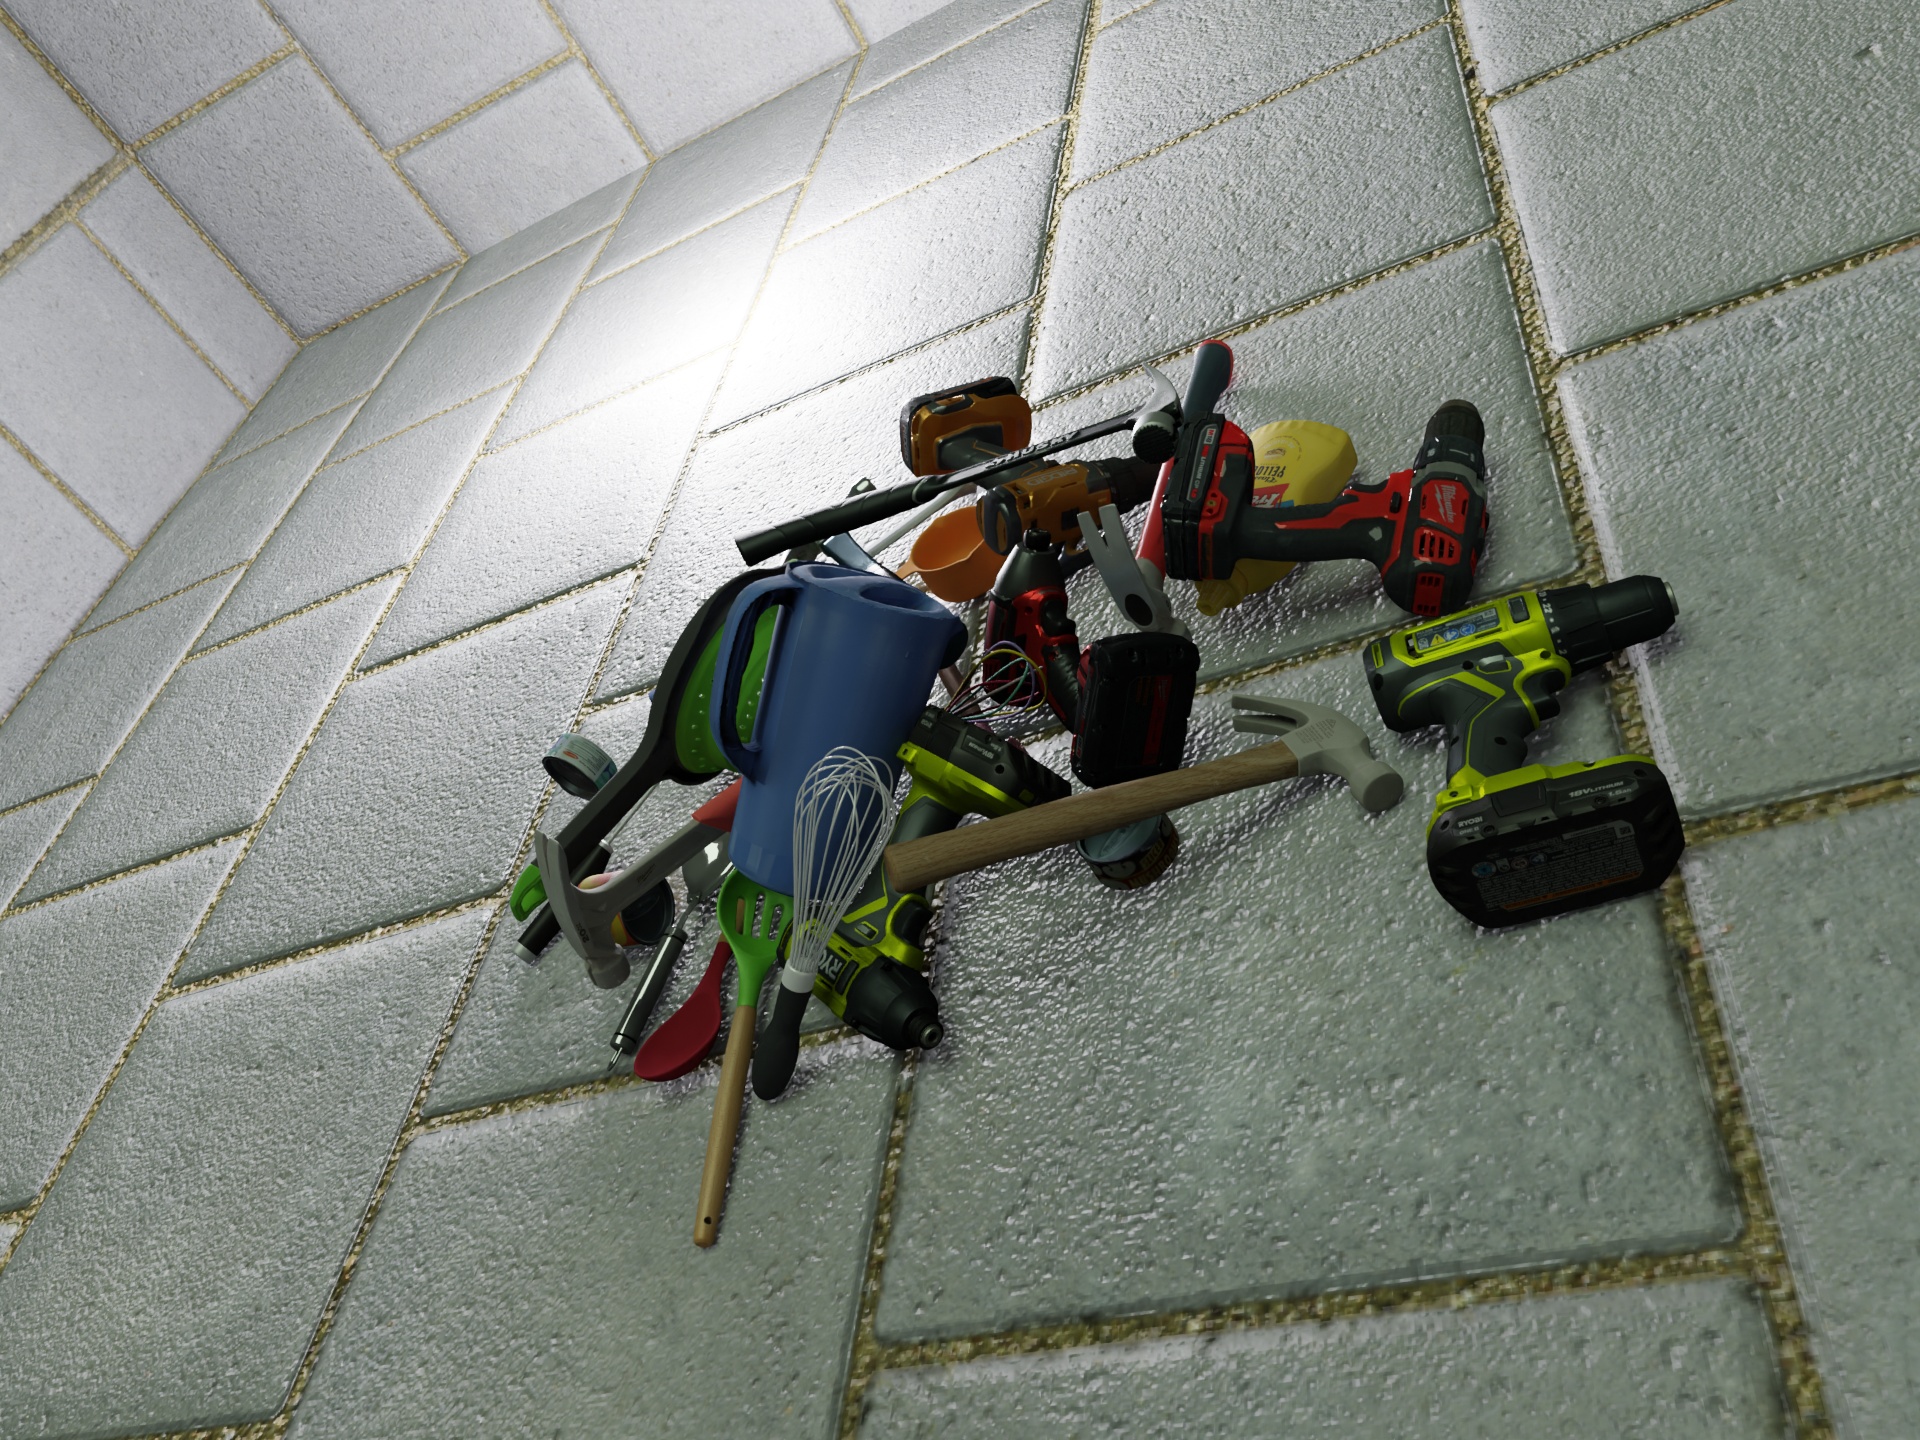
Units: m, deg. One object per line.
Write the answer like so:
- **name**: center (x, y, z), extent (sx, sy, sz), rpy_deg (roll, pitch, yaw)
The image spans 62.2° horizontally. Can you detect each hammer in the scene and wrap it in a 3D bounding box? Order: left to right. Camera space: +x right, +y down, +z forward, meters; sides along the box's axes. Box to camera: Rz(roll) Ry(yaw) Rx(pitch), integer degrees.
- **hammer**: center (-0.172, 0.054, 1.265), extent (0.037, 0.149, 0.359), rpy_deg (23, 48, 38)
- **hammer**: center (-0.136, -0.134, 1.571), extent (0.405, 0.035, 0.144), rpy_deg (-36, 35, 0)
- **hammer**: center (-0.073, -0.125, 1.422), extent (0.128, 0.033, 0.331), rpy_deg (-41, 34, -2)
- **hammer**: center (-0.010, -0.201, 1.317), extent (0.409, 0.036, 0.149), rpy_deg (-15, 29, 21)
- **hammer**: center (0.110, 0.052, 1.042), extent (0.331, 0.031, 0.130), rpy_deg (-15, 33, -11)
- **hammer**: center (0.178, -0.225, 1.338), extent (0.038, 0.143, 0.387), rpy_deg (-13, 37, 30)

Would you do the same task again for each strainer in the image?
- **strainer**: center (-0.229, 0.167, 1.292), extent (0.087, 0.050, 0.259), rpy_deg (-26, 35, 51)

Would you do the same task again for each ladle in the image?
- **ladle**: center (-0.181, 0.160, 1.273), extent (0.069, 0.031, 0.316), rpy_deg (-12, 39, 30)

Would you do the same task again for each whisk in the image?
- **whisk**: center (-0.100, 0.145, 1.067), extent (0.070, 0.070, 0.284), rpy_deg (-121, 43, -55)
- **whisk**: center (-0.001, -0.002, 1.227), extent (0.245, 0.047, 0.051), rpy_deg (-32, 42, 59)

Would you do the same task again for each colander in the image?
- **colander**: center (-0.215, 0.033, 1.338), extent (0.094, 0.204, 0.397), rpy_deg (27, 57, 18)

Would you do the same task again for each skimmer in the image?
- **skimmer**: center (-0.307, 0.049, 1.440), extent (0.363, 0.090, 0.127), rpy_deg (-54, -1, -15)

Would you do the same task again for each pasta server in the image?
- **pasta server**: center (0.004, -0.011, 1.306), extent (0.060, 0.040, 0.317), rpy_deg (-45, 32, 11)

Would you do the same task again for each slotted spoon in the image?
- **slotted spoon**: center (-0.163, 0.234, 1.162), extent (0.031, 0.070, 0.314), rpy_deg (114, 166, -45)

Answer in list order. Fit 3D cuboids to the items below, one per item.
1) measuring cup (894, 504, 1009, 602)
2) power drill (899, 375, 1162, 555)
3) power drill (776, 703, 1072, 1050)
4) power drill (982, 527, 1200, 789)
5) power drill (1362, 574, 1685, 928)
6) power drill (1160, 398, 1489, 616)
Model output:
- **measuring cup**: center (-0.031, -0.124, 1.458), extent (0.173, 0.052, 0.095), rpy_deg (-36, 35, 3)
- **power drill**: center (0.066, -0.234, 1.432), extent (0.185, 0.084, 0.226), rpy_deg (-20, 40, -22)
- **power drill**: center (-0.023, 0.114, 1.118), extent (0.171, 0.080, 0.223), rpy_deg (26, 85, 52)
- **power drill**: center (0.085, -0.050, 1.196), extent (0.078, 0.143, 0.220), rpy_deg (-4, 26, -25)
- **power drill**: center (0.353, 0.003, 0.962), extent (0.190, 0.080, 0.229), rpy_deg (-18, 36, 20)
- **power drill**: center (0.275, -0.171, 1.177), extent (0.227, 0.080, 0.188), rpy_deg (9, 56, 17)
